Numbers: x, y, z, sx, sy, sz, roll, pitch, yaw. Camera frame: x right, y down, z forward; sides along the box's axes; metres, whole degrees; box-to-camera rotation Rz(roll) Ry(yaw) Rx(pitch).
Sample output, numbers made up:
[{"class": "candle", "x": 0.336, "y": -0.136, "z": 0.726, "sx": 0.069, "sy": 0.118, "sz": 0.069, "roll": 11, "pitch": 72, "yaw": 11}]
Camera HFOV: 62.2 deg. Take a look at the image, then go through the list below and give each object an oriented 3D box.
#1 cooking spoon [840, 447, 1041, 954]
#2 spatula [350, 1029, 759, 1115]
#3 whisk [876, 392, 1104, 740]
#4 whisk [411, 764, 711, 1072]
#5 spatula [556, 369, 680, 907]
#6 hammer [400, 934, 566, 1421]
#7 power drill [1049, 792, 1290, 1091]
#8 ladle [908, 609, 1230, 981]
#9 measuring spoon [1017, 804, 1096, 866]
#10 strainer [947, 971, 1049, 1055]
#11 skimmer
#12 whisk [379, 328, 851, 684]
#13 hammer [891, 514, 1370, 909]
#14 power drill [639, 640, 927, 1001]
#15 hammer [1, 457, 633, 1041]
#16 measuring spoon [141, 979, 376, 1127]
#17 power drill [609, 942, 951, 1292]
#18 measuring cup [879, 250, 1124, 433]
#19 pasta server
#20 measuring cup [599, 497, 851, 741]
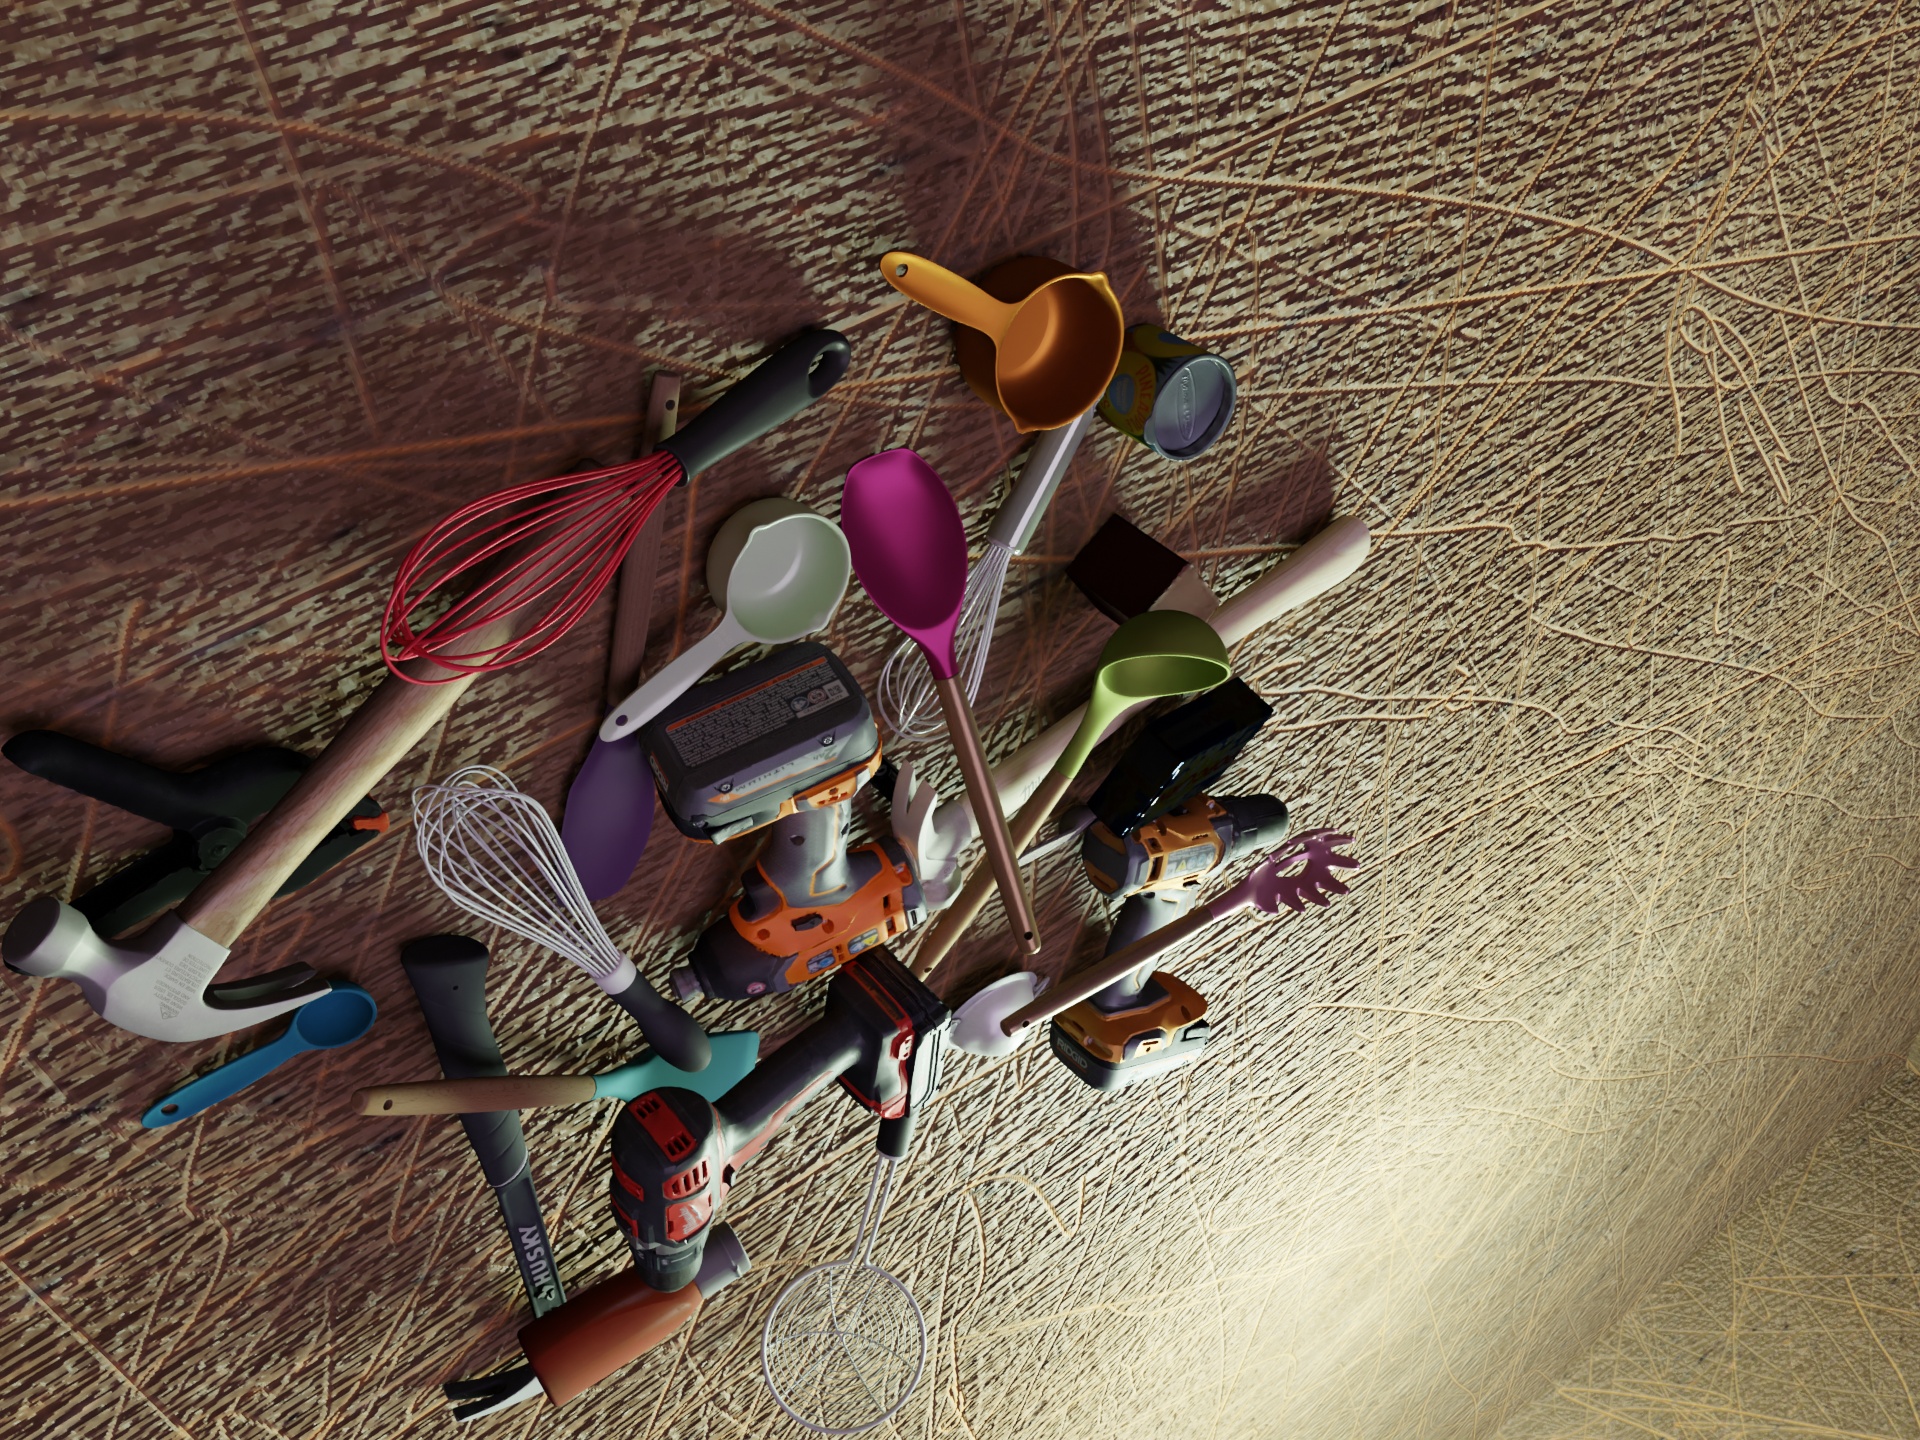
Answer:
[{"class": "cooking spoon", "x": -0.001, "y": -0.003, "z": 0.928, "sx": 0.069, "sy": 0.017, "sz": 0.318, "roll": -21, "pitch": 108, "yaw": -13}, {"class": "spatula", "x": -0.224, "y": 0.215, "z": 0.920, "sx": 0.317, "sy": 0.044, "sz": 0.082, "roll": 22, "pitch": 83, "yaw": -64}, {"class": "whisk", "x": 0.021, "y": -0.098, "z": 0.946, "sx": 0.246, "sy": 0.059, "sz": 0.058, "roll": -62, "pitch": 173, "yaw": 8}, {"class": "whisk", "x": -0.210, "y": 0.122, "z": 0.882, "sx": 0.070, "sy": 0.070, "sz": 0.284, "roll": -40, "pitch": 135, "yaw": -11}, {"class": "spatula", "x": -0.175, "y": -0.033, "z": 0.842, "sx": 0.059, "sy": 0.018, "sz": 0.315, "roll": -13, "pitch": 128, "yaw": -41}, {"class": "hammer", "x": -0.279, "y": 0.286, "z": 0.973, "sx": 0.149, "sy": 0.036, "sz": 0.408, "roll": -23, "pitch": 131, "yaw": -25}, {"class": "power drill", "x": 0.164, "y": 0.158, "z": 1.225, "sx": 0.185, "sy": 0.084, "sz": 0.226, "roll": -10, "pitch": 120, "yaw": -36}, {"class": "ladle", "x": 0.056, "y": 0.059, "z": 0.995, "sx": 0.078, "sy": 0.062, "sz": 0.320, "roll": 15, "pitch": 121, "yaw": -37}, {"class": "measuring spoon", "x": 0.060, "y": 0.079, "z": 1.093, "sx": 0.034, "sy": 0.018, "sz": 0.124, "roll": -46, "pitch": 167, "yaw": 29}, {"class": "strainer", "x": -0.029, "y": 0.229, "z": 1.141, "sx": 0.258, "sy": 0.050, "sz": 0.086, "roll": -7, "pitch": 137, "yaw": -33}, {"class": "skimmer", "x": -0.063, "y": 0.374, "z": 1.154, "sx": 0.127, "sy": 0.090, "sz": 0.363, "roll": 11, "pitch": 123, "yaw": -5}, {"class": "whisk", "x": -0.149, "y": -0.110, "z": 0.743, "sx": 0.296, "sy": 0.073, "sz": 0.073, "roll": -44, "pitch": 141, "yaw": -33}, {"class": "hammer", "x": 0.124, "y": -0.030, "z": 1.066, "sx": 0.410, "sy": 0.038, "sz": 0.146, "roll": -35, "pitch": 152, "yaw": -19}, {"class": "power drill", "x": -0.111, "y": 0.076, "z": 0.920, "sx": 0.164, "sy": 0.084, "sz": 0.226, "roll": -25, "pitch": 140, "yaw": -14}, {"class": "hammer", "x": -0.271, "y": 0.009, "z": 0.743, "sx": 0.331, "sy": 0.031, "sz": 0.129, "roll": -51, "pitch": 139, "yaw": -13}, {"class": "measuring spoon", "x": -0.369, "y": 0.172, "z": 0.832, "sx": 0.128, "sy": 0.021, "sz": 0.042, "roll": -29, "pitch": 136, "yaw": -8}, {"class": "power drill", "x": -0.119, "y": 0.257, "z": 1.000, "sx": 0.226, "sy": 0.080, "sz": 0.187, "roll": -30, "pitch": 147, "yaw": -32}, {"class": "measuring cup", "x": 0.011, "y": -0.217, "z": 0.843, "sx": 0.173, "sy": 0.052, "sz": 0.095, "roll": 15, "pitch": 109, "yaw": -43}, {"class": "pasta server", "x": 0.162, "y": 0.153, "z": 1.144, "sx": 0.316, "sy": 0.040, "sz": 0.060, "roll": -24, "pitch": 111, "yaw": -27}, {"class": "measuring cup", "x": -0.134, "y": -0.053, "z": 0.849, "sx": 0.167, "sy": 0.038, "sz": 0.083, "roll": -42, "pitch": 138, "yaw": -7}]
